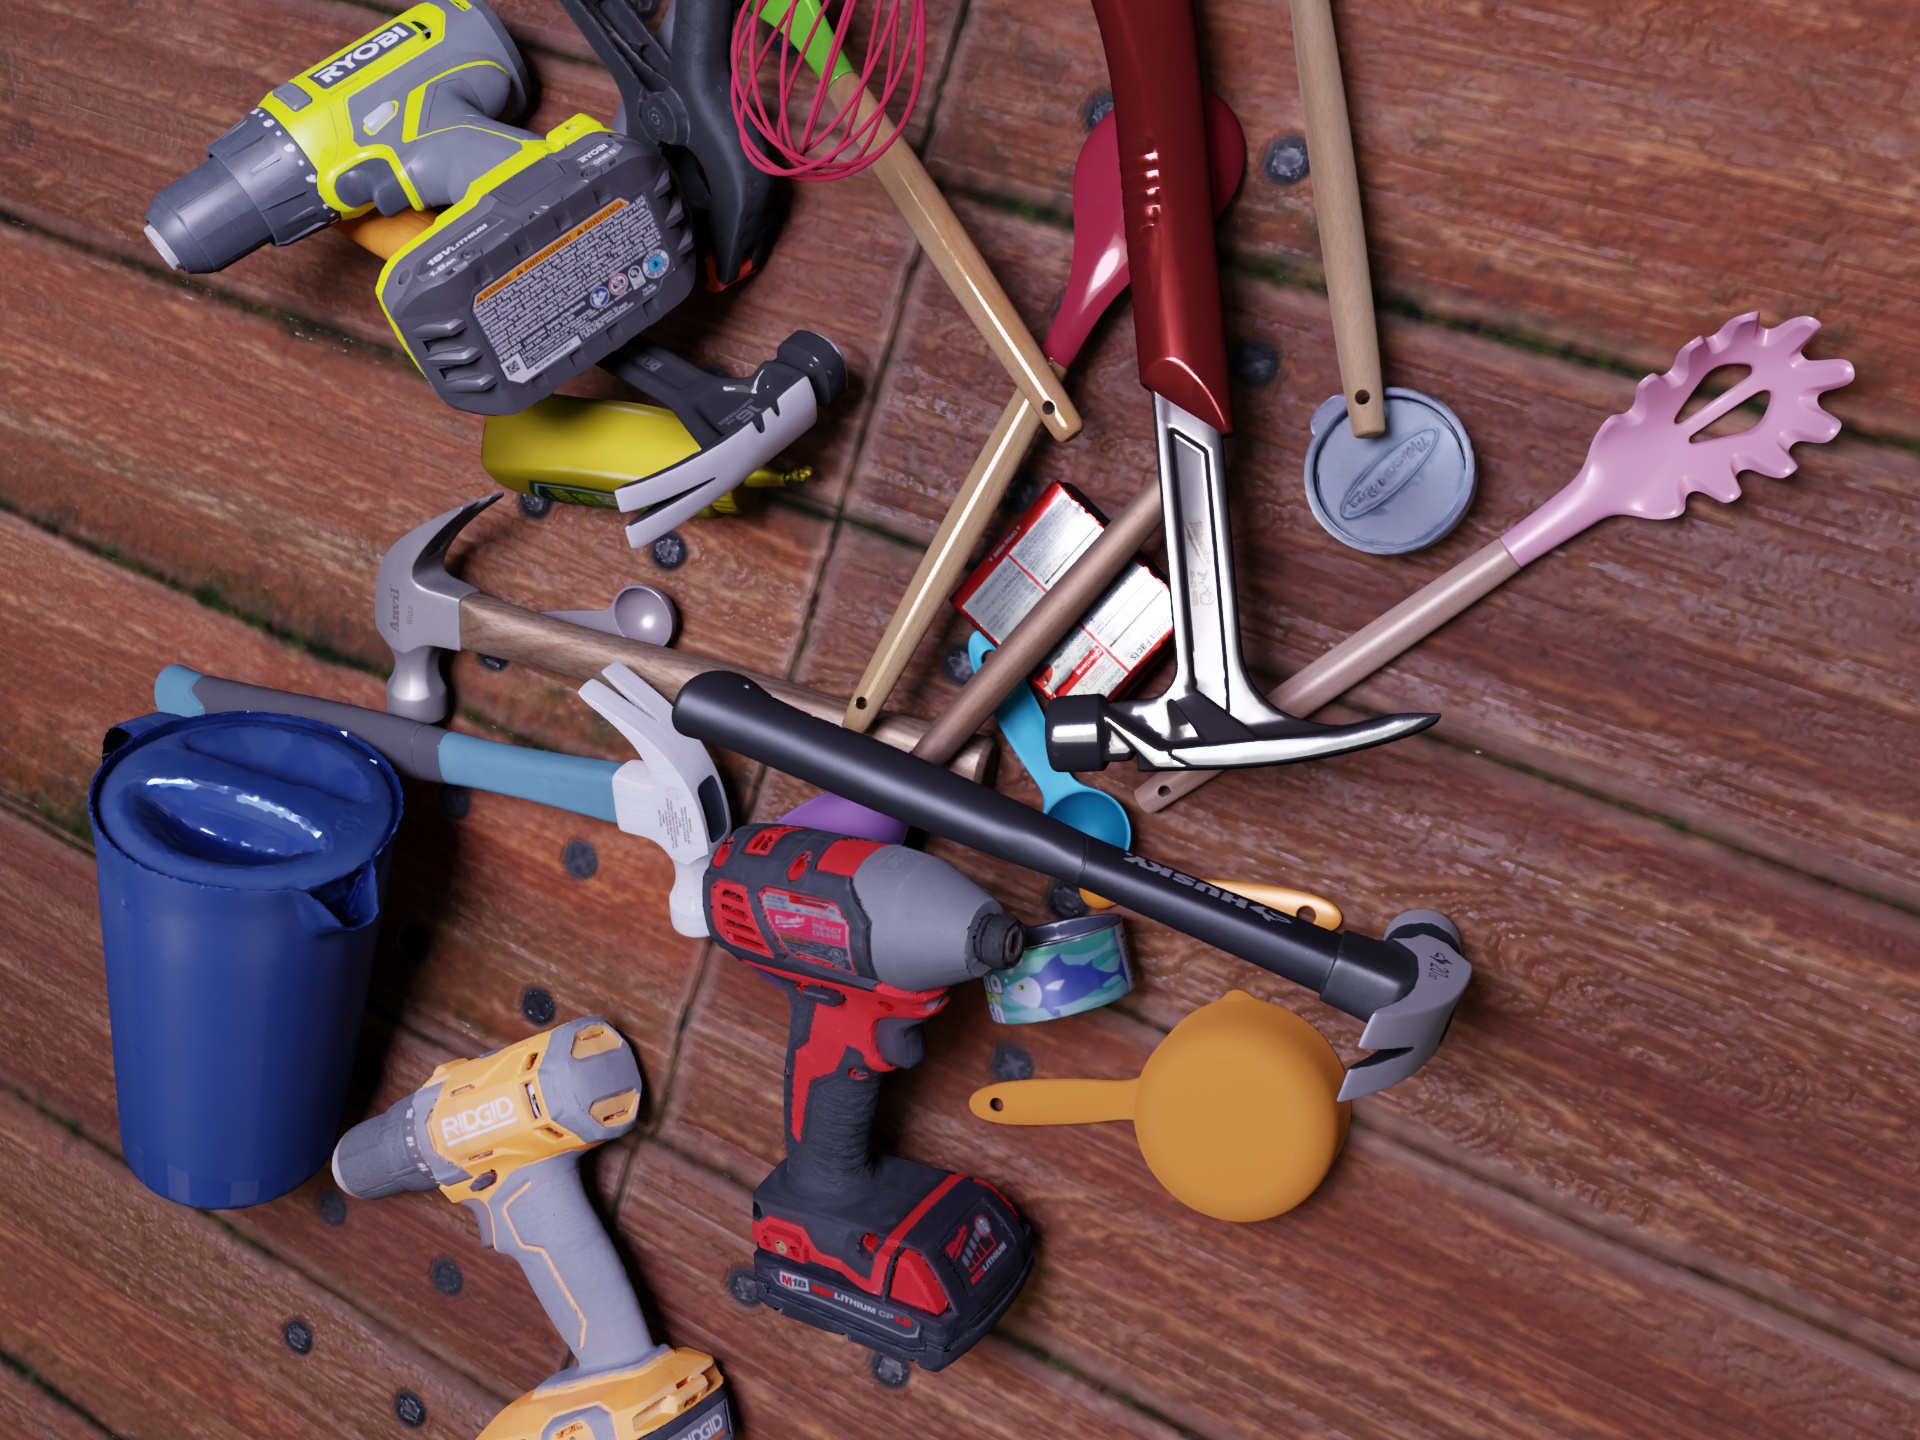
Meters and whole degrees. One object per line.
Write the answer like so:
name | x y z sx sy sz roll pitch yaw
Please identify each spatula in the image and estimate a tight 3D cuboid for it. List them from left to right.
spatula | -0.001 -0.002 0.692 0.060 0.018 0.316 42 107 1

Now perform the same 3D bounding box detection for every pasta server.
pasta server | 0.197 -0.050 0.637 0.316 0.040 0.060 -36 91 21

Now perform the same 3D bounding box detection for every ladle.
ladle | 0.026 -0.132 0.685 0.069 0.031 0.315 31 98 16
ladle | 0.136 -0.270 0.622 0.078 0.062 0.320 -9 85 25

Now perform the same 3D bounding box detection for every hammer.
hammer | -0.267 0.018 0.797 0.331 0.033 0.128 10 119 19
hammer | -0.216 -0.197 0.755 0.337 0.034 0.127 33 61 26
hammer | -0.139 -0.022 0.762 0.331 0.031 0.130 16 118 16
hammer | 0.034 0.052 0.632 0.335 0.146 0.035 22 106 14
hammer | 0.095 -0.160 0.626 0.149 0.036 0.359 -5 85 13

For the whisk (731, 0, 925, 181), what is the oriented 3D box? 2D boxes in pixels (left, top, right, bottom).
whisk | -0.030 -0.334 0.643 0.073 0.073 0.296 5 65 21

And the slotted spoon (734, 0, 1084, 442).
slotted spoon | -0.035 -0.250 0.673 0.070 0.031 0.314 -35 83 29

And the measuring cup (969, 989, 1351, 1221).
measuring cup | 0.078 0.170 0.687 0.173 0.052 0.095 -6 91 20

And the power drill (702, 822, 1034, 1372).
power drill | -0.032 0.155 0.680 0.143 0.078 0.219 7 111 31

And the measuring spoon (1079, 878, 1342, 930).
measuring spoon | 0.107 0.079 0.693 0.117 0.011 0.021 5 95 21

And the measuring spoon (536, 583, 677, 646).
measuring spoon | -0.192 -0.049 0.805 0.124 0.018 0.034 -4 110 28

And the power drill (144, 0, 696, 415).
power drill | -0.246 -0.231 0.715 0.190 0.080 0.229 -40 57 -16

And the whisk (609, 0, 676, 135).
whisk | -0.117 -0.339 0.742 0.055 0.055 0.239 37 110 16

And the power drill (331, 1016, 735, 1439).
power drill | -0.223 0.280 0.802 0.185 0.084 0.226 -23 81 23

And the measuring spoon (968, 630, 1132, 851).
measuring spoon | 0.038 0.015 0.718 0.042 0.021 0.129 -31 72 13
